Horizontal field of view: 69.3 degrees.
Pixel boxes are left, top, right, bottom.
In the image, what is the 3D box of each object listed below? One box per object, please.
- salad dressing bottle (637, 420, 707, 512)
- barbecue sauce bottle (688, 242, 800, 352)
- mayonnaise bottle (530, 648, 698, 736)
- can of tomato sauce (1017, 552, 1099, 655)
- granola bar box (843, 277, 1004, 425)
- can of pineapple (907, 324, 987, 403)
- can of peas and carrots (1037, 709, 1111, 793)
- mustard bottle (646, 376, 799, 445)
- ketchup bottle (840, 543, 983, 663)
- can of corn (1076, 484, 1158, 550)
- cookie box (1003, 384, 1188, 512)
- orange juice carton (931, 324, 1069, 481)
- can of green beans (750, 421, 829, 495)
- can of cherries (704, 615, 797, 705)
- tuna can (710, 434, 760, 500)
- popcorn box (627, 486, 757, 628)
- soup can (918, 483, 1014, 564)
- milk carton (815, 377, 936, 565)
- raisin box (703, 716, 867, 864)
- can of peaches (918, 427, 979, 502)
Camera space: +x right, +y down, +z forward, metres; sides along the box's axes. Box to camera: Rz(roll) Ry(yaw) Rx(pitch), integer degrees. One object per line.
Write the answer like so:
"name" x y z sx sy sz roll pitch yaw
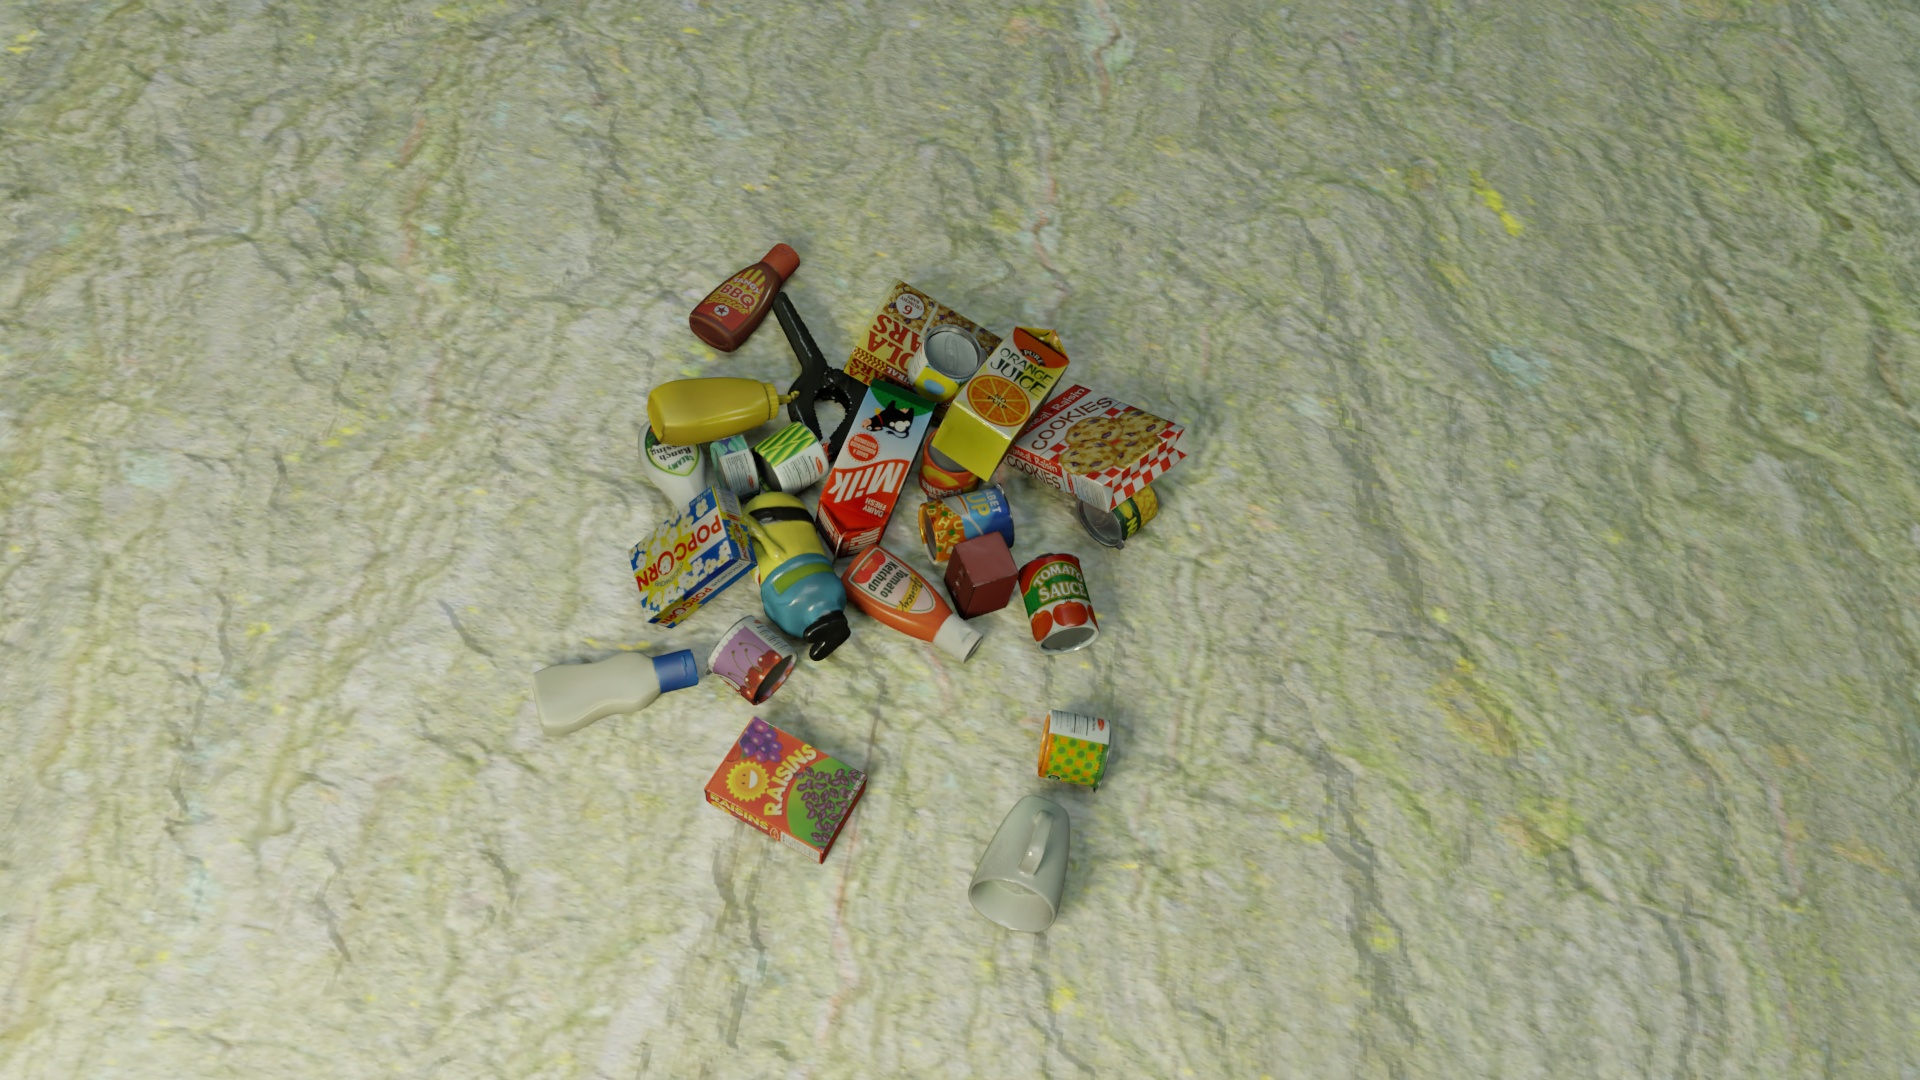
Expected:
"salad dressing bottle" -0.285 -0.061 1.429 0.064 0.043 0.148 -19 64 -22
"barbecue sauce bottle" -0.238 -0.278 1.567 0.065 0.043 0.149 30 59 11
"mayonnaise bottle" -0.323 0.137 1.307 0.148 0.041 0.065 -13 63 -17
"can of tomato sauce" 0.098 0.063 1.395 0.071 0.070 0.083 -7 61 -13
"granola bar box" -0.029 -0.198 1.531 0.165 0.039 0.125 29 58 -7
"can of pineapple" -0.015 -0.185 1.472 0.071 0.057 0.071 9 64 -18
"can of peas and carrots" 0.107 0.200 1.319 0.059 0.070 0.071 11 58 -1
"mustard bottle" -0.241 -0.138 1.442 0.161 0.048 0.065 -10 63 -28
"ketchup bottle" -0.047 0.067 1.388 0.149 0.043 0.065 34 59 12
"can of corn" 0.168 -0.033 1.467 0.058 0.070 0.071 -36 70 -25
"cookie box" 0.138 -0.100 1.475 0.123 0.040 0.168 -34 40 -25
"orange juice carton" 0.052 -0.156 1.463 0.073 0.071 0.194 34 48 3
"can of green beans" -0.179 -0.082 1.444 0.058 0.071 0.071 -34 69 -24
"can of cherries" -0.199 0.117 1.324 0.058 0.071 0.072 37 61 13
"tuna can" -0.233 -0.074 1.434 0.033 0.070 0.071 -18 64 -17
"popcorn box" -0.260 0.017 1.345 0.038 0.126 0.085 19 43 -53
"soup can" 0.005 -0.018 1.430 0.084 0.071 0.071 -13 62 -15
"milk carton" -0.095 -0.063 1.427 0.073 0.072 0.191 22 68 -1
"raisin box" -0.160 0.229 1.276 0.123 0.040 0.086 27 60 9
"can of peaches" -0.010 -0.079 1.472 0.071 0.057 0.071 4 58 -6
